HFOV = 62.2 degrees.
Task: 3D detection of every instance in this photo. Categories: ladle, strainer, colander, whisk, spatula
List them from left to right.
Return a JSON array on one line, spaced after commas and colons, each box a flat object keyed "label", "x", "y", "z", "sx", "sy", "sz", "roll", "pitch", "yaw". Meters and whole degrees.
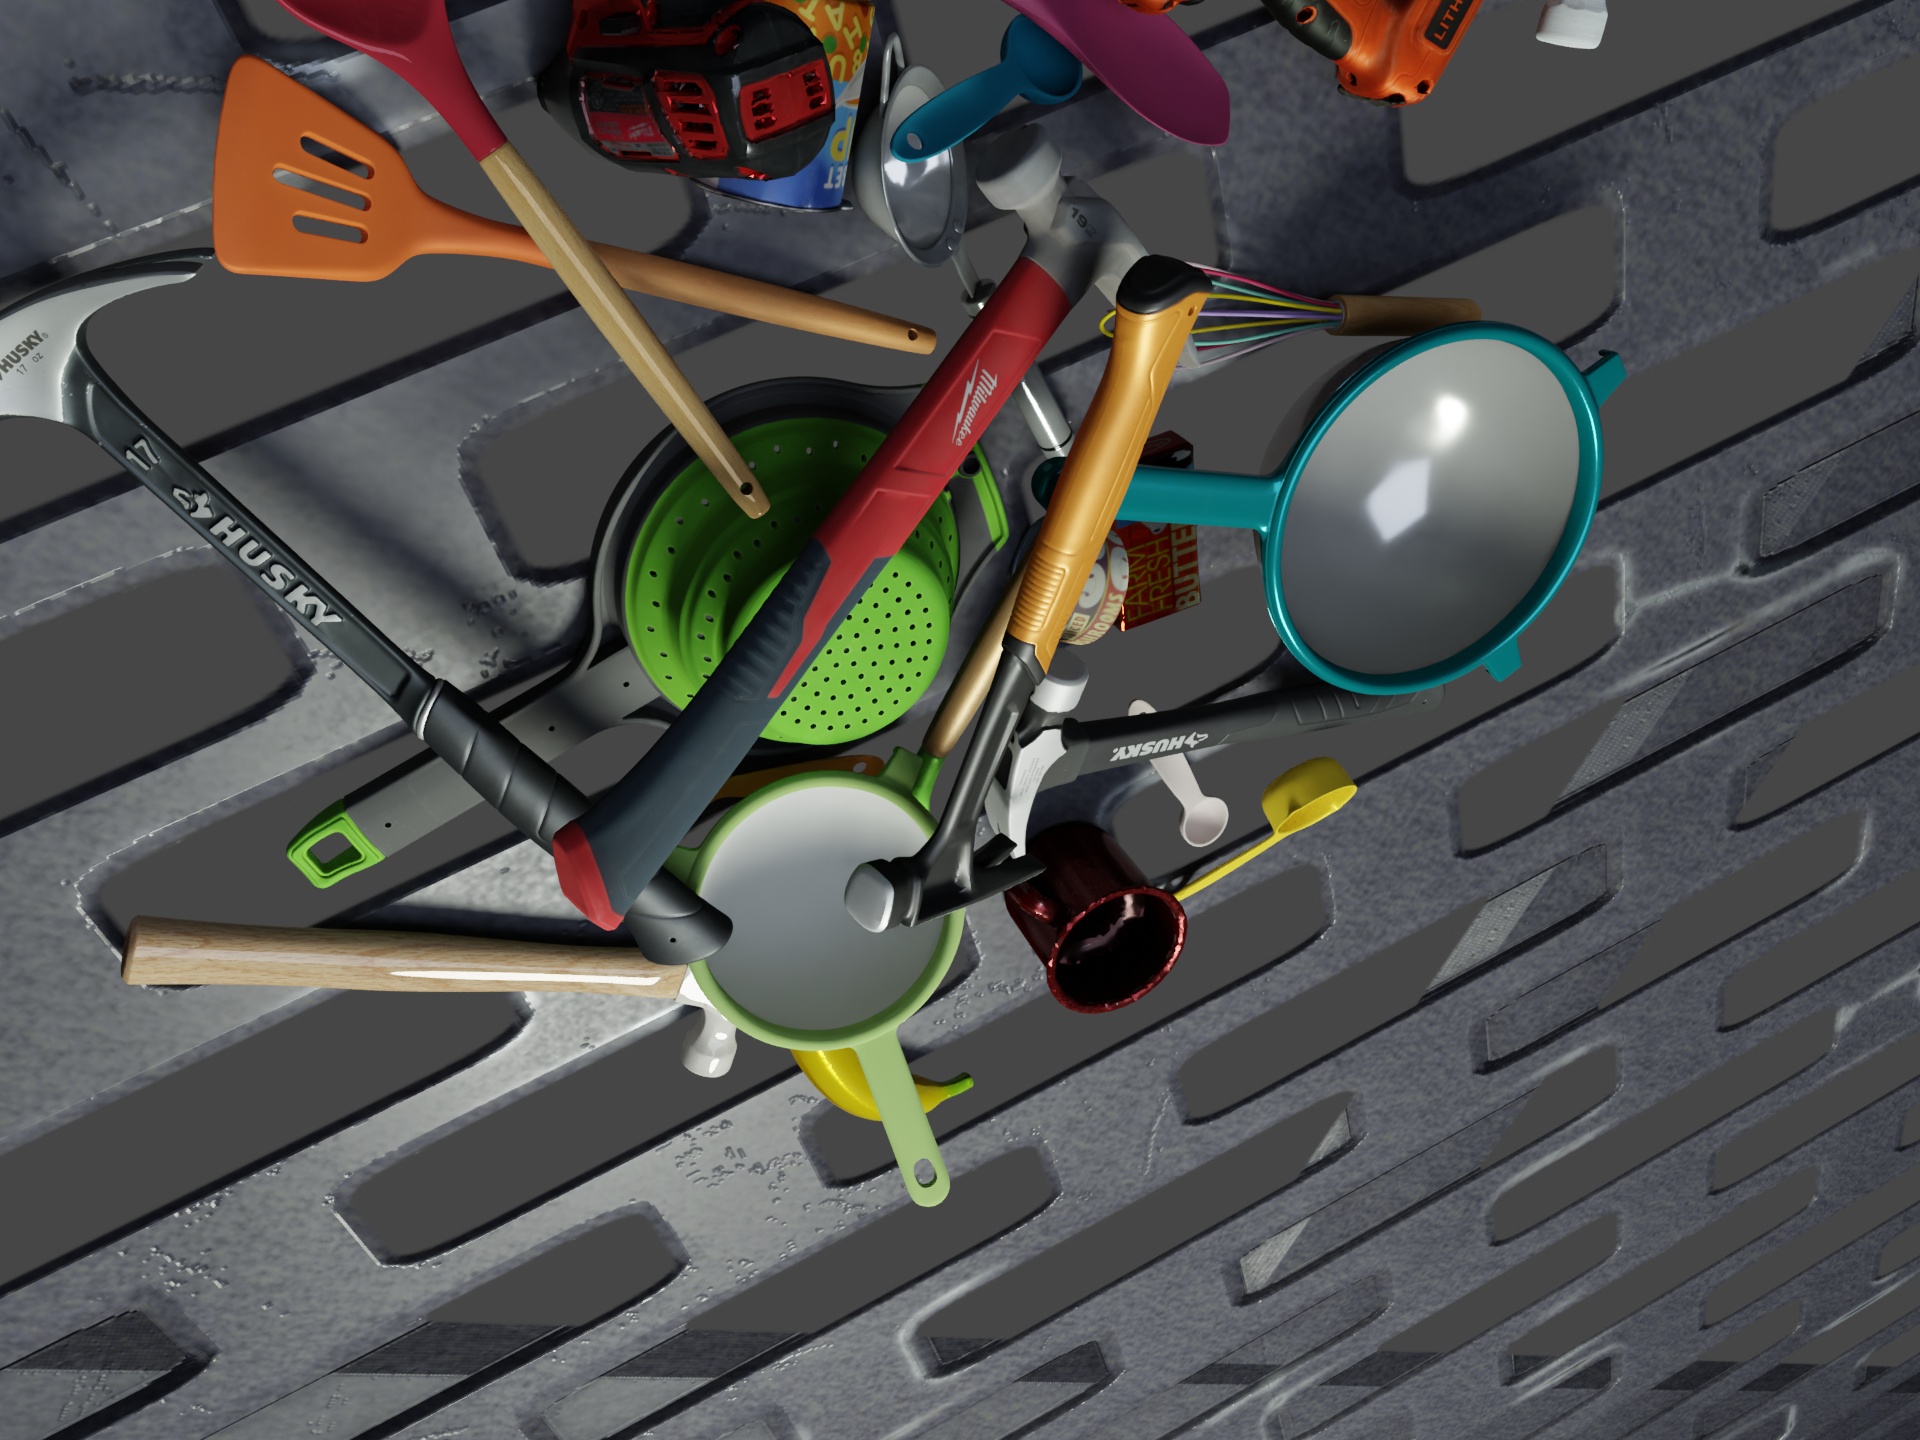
[{"label": "ladle", "x": -0.170, "y": -0.207, "z": 0.640, "sx": 0.069, "sy": 0.031, "sz": 0.315, "roll": -38, "pitch": 117, "yaw": -5}, {"label": "spatula", "x": -0.147, "y": -0.197, "z": 0.686, "sx": 0.322, "sy": 0.041, "sz": 0.081, "roll": 6, "pitch": 92, "yaw": -31}, {"label": "colander", "x": -0.141, "y": -0.014, "z": 0.770, "sx": 0.397, "sy": 0.095, "sz": 0.204, "roll": -31, "pitch": 128, "yaw": -6}, {"label": "strainer", "x": -0.061, "y": 0.144, "z": 0.870, "sx": 0.151, "sy": 0.069, "sz": 0.256, "roll": -22, "pitch": 105, "yaw": -12}, {"label": "strainer", "x": 0.004, "y": -0.206, "z": 0.756, "sx": 0.258, "sy": 0.050, "sz": 0.087, "roll": 55, "pitch": 45, "yaw": -44}, {"label": "whisk", "x": 0.178, "y": -0.214, "z": 0.841, "sx": 0.245, "sy": 0.051, "sz": 0.047, "roll": -7, "pitch": 143, "yaw": -27}, {"label": "strainer", "x": 0.183, "y": -0.128, "z": 0.862, "sx": 0.340, "sy": 0.095, "sz": 0.211, "roll": 1, "pitch": 117, "yaw": -22}]

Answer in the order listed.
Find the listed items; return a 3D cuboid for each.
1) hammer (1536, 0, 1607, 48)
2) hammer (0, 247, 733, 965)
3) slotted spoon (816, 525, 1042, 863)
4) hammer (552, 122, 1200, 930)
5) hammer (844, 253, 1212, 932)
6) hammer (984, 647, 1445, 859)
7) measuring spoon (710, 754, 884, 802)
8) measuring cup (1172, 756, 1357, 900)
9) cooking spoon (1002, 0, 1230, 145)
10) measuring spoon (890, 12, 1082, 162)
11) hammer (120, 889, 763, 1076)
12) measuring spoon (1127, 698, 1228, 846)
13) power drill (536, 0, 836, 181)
[{"label": "hammer", "x": 0.162, "y": -0.372, "z": 0.663, "sx": 0.331, "sy": 0.033, "sz": 0.128, "roll": -2, "pitch": 117, "yaw": -26}, {"label": "hammer", "x": -0.242, "y": -0.022, "z": 0.694, "sx": 0.149, "sy": 0.036, "sz": 0.408, "roll": -33, "pitch": 121, "yaw": 15}, {"label": "slotted spoon", "x": -0.001, "y": -0.003, "z": 0.842, "sx": 0.070, "sy": 0.031, "sz": 0.313, "roll": 20, "pitch": 127, "yaw": -12}, {"label": "hammer", "x": -0.038, "y": -0.067, "z": 0.701, "sx": 0.143, "sy": 0.038, "sz": 0.386, "roll": 42, "pitch": 79, "yaw": -37}, {"label": "hammer", "x": 0.043, "y": -0.051, "z": 0.743, "sx": 0.127, "sy": 0.034, "sz": 0.336, "roll": -13, "pitch": 131, "yaw": -49}, {"label": "hammer", "x": 0.161, "y": 0.004, "z": 0.943, "sx": 0.334, "sy": 0.035, "sz": 0.146, "roll": -9, "pitch": 136, "yaw": -31}, {"label": "measuring spoon", "x": -0.096, "y": 0.030, "z": 0.876, "sx": 0.117, "sy": 0.011, "sz": 0.021, "roll": -7, "pitch": 125, "yaw": -26}, {"label": "measuring cup", "x": 0.181, "y": 0.071, "z": 1.009, "sx": 0.156, "sy": 0.029, "sz": 0.062, "roll": -39, "pitch": 156, "yaw": 32}, {"label": "cooking spoon", "x": -0.004, "y": -0.329, "z": 0.679, "sx": 0.318, "sy": 0.069, "sz": 0.017, "roll": 18, "pitch": 155, "yaw": -30}, {"label": "measuring spoon", "x": 0.007, "y": -0.271, "z": 0.697, "sx": 0.129, "sy": 0.021, "sz": 0.042, "roll": -44, "pitch": 104, "yaw": -32}, {"label": "hammer", "x": -0.257, "y": 0.127, "z": 0.842, "sx": 0.331, "sy": 0.031, "sz": 0.130, "roll": 8, "pitch": 116, "yaw": -30}, {"label": "measuring spoon", "x": 0.130, "y": 0.030, "z": 0.985, "sx": 0.034, "sy": 0.018, "sz": 0.124, "roll": -39, "pitch": 122, "yaw": -9}, {"label": "power drill", "x": -0.127, "y": -0.308, "z": 0.572, "sx": 0.078, "sy": 0.143, "sz": 0.219, "roll": -37, "pitch": 131, "yaw": -35}]
